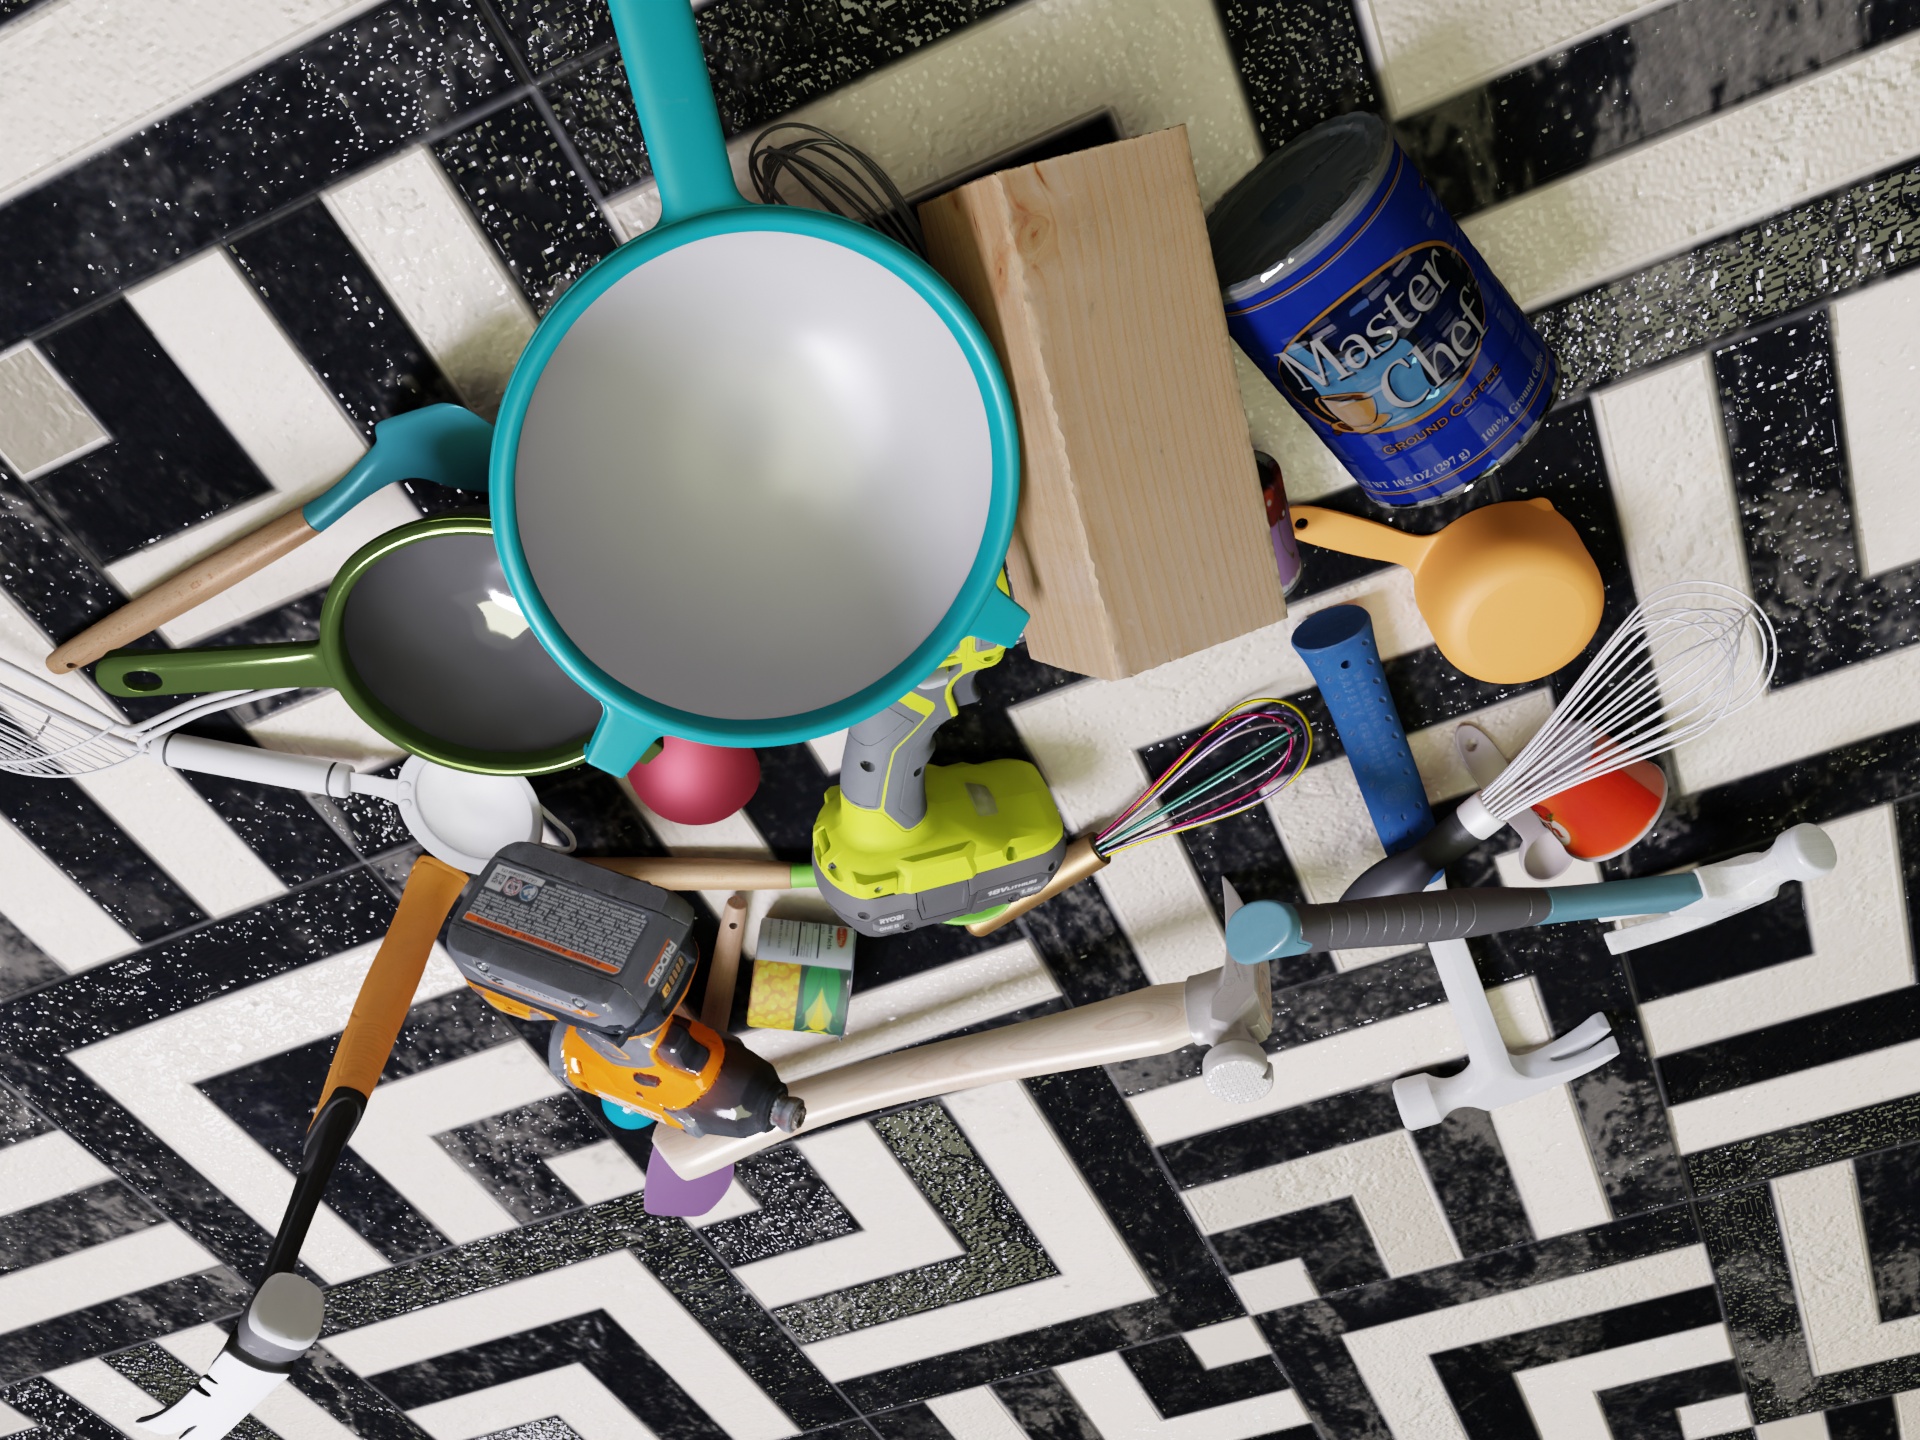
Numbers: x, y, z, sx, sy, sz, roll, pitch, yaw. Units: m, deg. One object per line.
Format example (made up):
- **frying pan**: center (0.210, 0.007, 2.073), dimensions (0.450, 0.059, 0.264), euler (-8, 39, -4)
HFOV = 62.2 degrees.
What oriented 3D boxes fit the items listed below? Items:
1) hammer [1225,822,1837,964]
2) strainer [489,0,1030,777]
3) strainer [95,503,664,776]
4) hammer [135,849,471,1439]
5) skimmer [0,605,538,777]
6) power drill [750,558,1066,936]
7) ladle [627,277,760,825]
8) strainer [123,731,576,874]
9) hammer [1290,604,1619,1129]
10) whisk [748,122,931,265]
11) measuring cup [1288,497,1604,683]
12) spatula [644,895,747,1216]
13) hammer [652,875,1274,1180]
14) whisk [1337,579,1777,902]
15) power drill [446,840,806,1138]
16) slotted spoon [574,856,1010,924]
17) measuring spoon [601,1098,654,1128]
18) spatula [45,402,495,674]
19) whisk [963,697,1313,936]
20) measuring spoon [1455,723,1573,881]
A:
- **hammer**: center (0.299, 0.101, 0.856), dimensions (0.331, 0.033, 0.128), euler (-2, 155, -19)
- **strainer**: center (-0.101, -0.159, 0.627), dimensions (0.211, 0.095, 0.340), euler (-19, 113, -16)
- **strainer**: center (-0.268, -0.045, 0.748), dimensions (0.256, 0.069, 0.151), euler (-4, 131, 0)
- **hammer**: center (-0.314, 0.192, 0.811), dimensions (0.034, 0.337, 0.127), euler (33, 121, -22)
- **skimmer**: center (-0.339, -0.049, 0.800), dimensions (0.363, 0.090, 0.127), euler (-16, 163, -8)
- **power drill**: center (-0.001, -0.003, 0.807), dimensions (0.190, 0.080, 0.228), euler (-13, 136, -11)
- **ladle**: center (-0.120, -0.068, 0.749), dimensions (0.069, 0.031, 0.315), euler (5, 125, -8)
- **strainer**: center (-0.334, 0.032, 0.879), dimensions (0.258, 0.050, 0.086), euler (10, 120, -2)
- **hammer**: center (0.281, 0.097, 0.939), dimensions (0.144, 0.035, 0.405), euler (-20, 124, 14)
- **whisk**: center (0.001, -0.183, 0.724), dimensions (0.238, 0.055, 0.055), euler (35, 119, -29)
- **measuring cup**: center (0.242, -0.071, 0.803), dimensions (0.173, 0.052, 0.095), euler (13, 125, -13)
- **spatula**: center (-0.165, 0.231, 1.041), dimensions (0.059, 0.018, 0.315), euler (6, 127, -11)
- **hammer**: center (-0.009, 0.205, 0.973), dimensions (0.410, 0.146, 0.038), euler (-19, 124, 21)
- **whisk**: center (0.298, 0.030, 0.837), dimensions (0.070, 0.070, 0.284), euler (29, 126, -21)
- **power drill**: center (-0.177, 0.168, 0.897), dimensions (0.164, 0.084, 0.226), euler (16, 150, 18)
- **slotted spoon**: center (-0.124, 0.088, 0.932), dimensions (0.314, 0.031, 0.070), euler (0, 121, 1)
- **measuring spoon**: center (-0.233, 0.226, 1.033), dimensions (0.042, 0.021, 0.128), euler (-17, 126, 11)
- **spatula**: center (-0.342, -0.082, 0.791), dimensions (0.317, 0.044, 0.082), euler (-24, 149, 18)
- **whisk**: center (0.096, 0.059, 0.911), dimensions (0.245, 0.051, 0.047), euler (-34, 99, 26)
- **measuring spoon**: center (0.315, 0.045, 0.917), dimensions (0.034, 0.018, 0.124), euler (-39, 113, 3)
